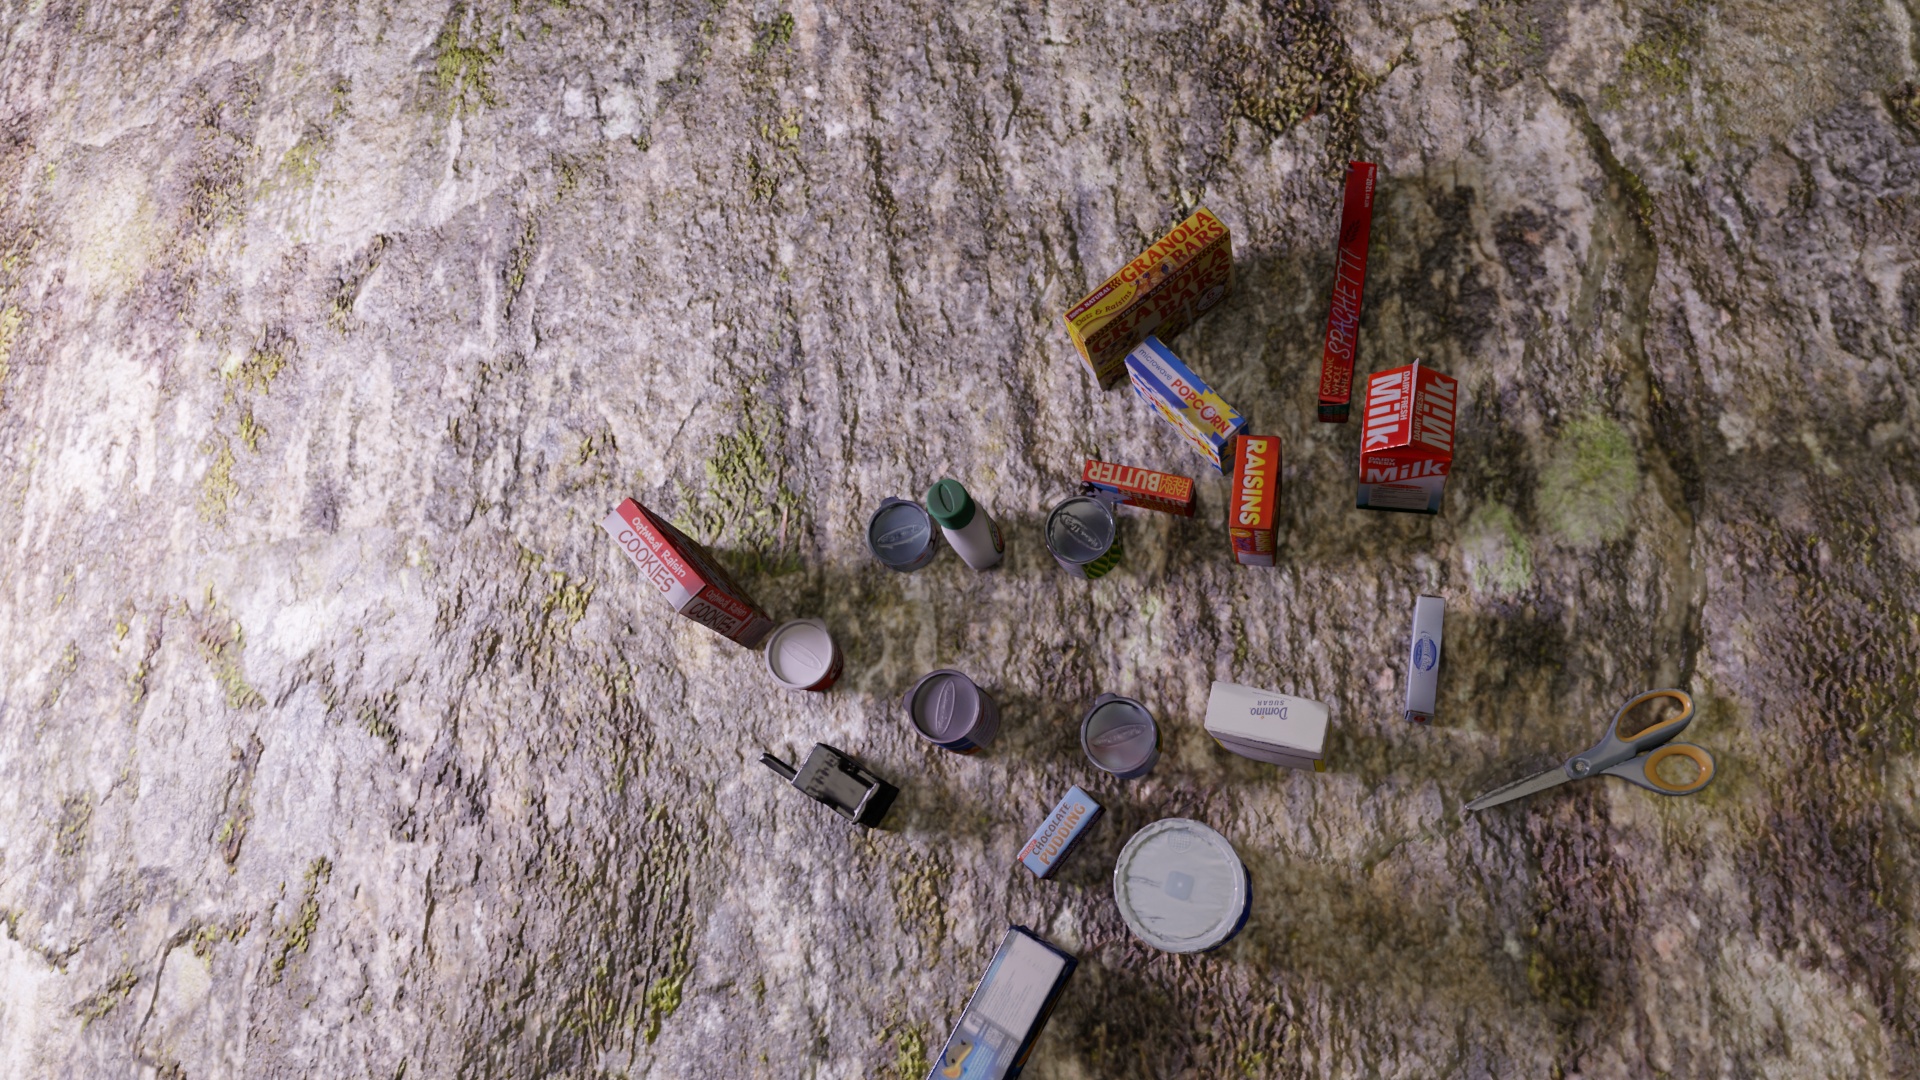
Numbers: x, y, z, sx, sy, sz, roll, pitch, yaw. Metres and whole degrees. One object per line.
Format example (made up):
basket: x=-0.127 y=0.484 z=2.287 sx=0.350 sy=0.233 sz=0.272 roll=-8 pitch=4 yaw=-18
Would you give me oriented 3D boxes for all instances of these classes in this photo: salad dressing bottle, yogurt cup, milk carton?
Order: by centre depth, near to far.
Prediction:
milk carton: x=0.378 y=-0.086 z=1.179 sx=0.073 sy=0.190 sz=0.072 roll=5 pitch=75 yaw=16
salad dressing bottle: x=0.005 y=-0.016 z=1.273 sx=0.044 sy=0.147 sz=0.064 roll=-23 pitch=70 yaw=7
yogurt cup: x=-0.145 y=0.112 z=1.321 sx=0.072 sy=0.054 sz=0.072 roll=-4 pitch=73 yaw=13

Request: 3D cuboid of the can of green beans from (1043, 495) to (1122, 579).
can of green beans: x=0.115 y=-0.002 z=1.290 sx=0.071 sy=0.057 sz=0.071 roll=-4 pitch=73 yaw=13

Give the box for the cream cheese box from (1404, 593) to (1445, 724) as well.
cream cheese box: x=0.397 y=0.102 z=1.190 sx=0.024 sy=0.053 sz=0.104 roll=6 pitch=75 yaw=16

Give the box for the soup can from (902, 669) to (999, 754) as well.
soup can: x=-0.008 y=0.156 z=1.257 sx=0.071 sy=0.083 sz=0.071 roll=-4 pitch=73 yaw=13

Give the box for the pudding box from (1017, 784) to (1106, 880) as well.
pudding box: x=0.089 y=0.257 z=1.221 sx=0.030 sy=0.049 sz=0.084 roll=38 pitch=85 yaw=21

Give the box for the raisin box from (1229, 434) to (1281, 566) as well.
raisin box: x=0.263 y=-0.033 z=1.228 sx=0.040 sy=0.123 sz=0.086 roll=5 pitch=75 yaw=16

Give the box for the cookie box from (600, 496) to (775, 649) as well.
cookie box: x=-0.254 y=0.033 z=1.312 sx=0.040 sy=0.167 sz=0.123 roll=-45 pitch=69 yaw=-2

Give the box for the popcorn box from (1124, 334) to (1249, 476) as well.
popcorn box: x=0.212 y=-0.125 z=1.289 sx=0.038 sy=0.085 sz=0.127 roll=-42 pitch=69 yaw=-1

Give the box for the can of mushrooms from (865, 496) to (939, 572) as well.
can of mushrooms: x=-0.056 y=-0.006 z=1.346 sx=0.071 sy=0.033 sz=0.071 roll=-4 pitch=73 yaw=13

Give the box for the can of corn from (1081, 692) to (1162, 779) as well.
can of corn: x=0.143 y=0.173 z=1.229 sx=0.071 sy=0.058 sz=0.071 roll=-4 pitch=73 yaw=13

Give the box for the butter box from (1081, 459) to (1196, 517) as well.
butter box: x=0.168 y=-0.048 z=1.293 sx=0.103 sy=0.053 sz=0.024 roll=12 pitch=77 yaw=17

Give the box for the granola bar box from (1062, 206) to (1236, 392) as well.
granola bar box: x=0.180 y=-0.225 z=1.307 sx=0.165 sy=0.124 sz=0.039 roll=-37 pitch=69 yaw=1

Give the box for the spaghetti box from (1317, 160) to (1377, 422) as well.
spaghetti box: x=0.363 y=-0.233 z=1.304 sx=0.029 sy=0.050 sz=0.250 roll=6 pitch=75 yaw=16
